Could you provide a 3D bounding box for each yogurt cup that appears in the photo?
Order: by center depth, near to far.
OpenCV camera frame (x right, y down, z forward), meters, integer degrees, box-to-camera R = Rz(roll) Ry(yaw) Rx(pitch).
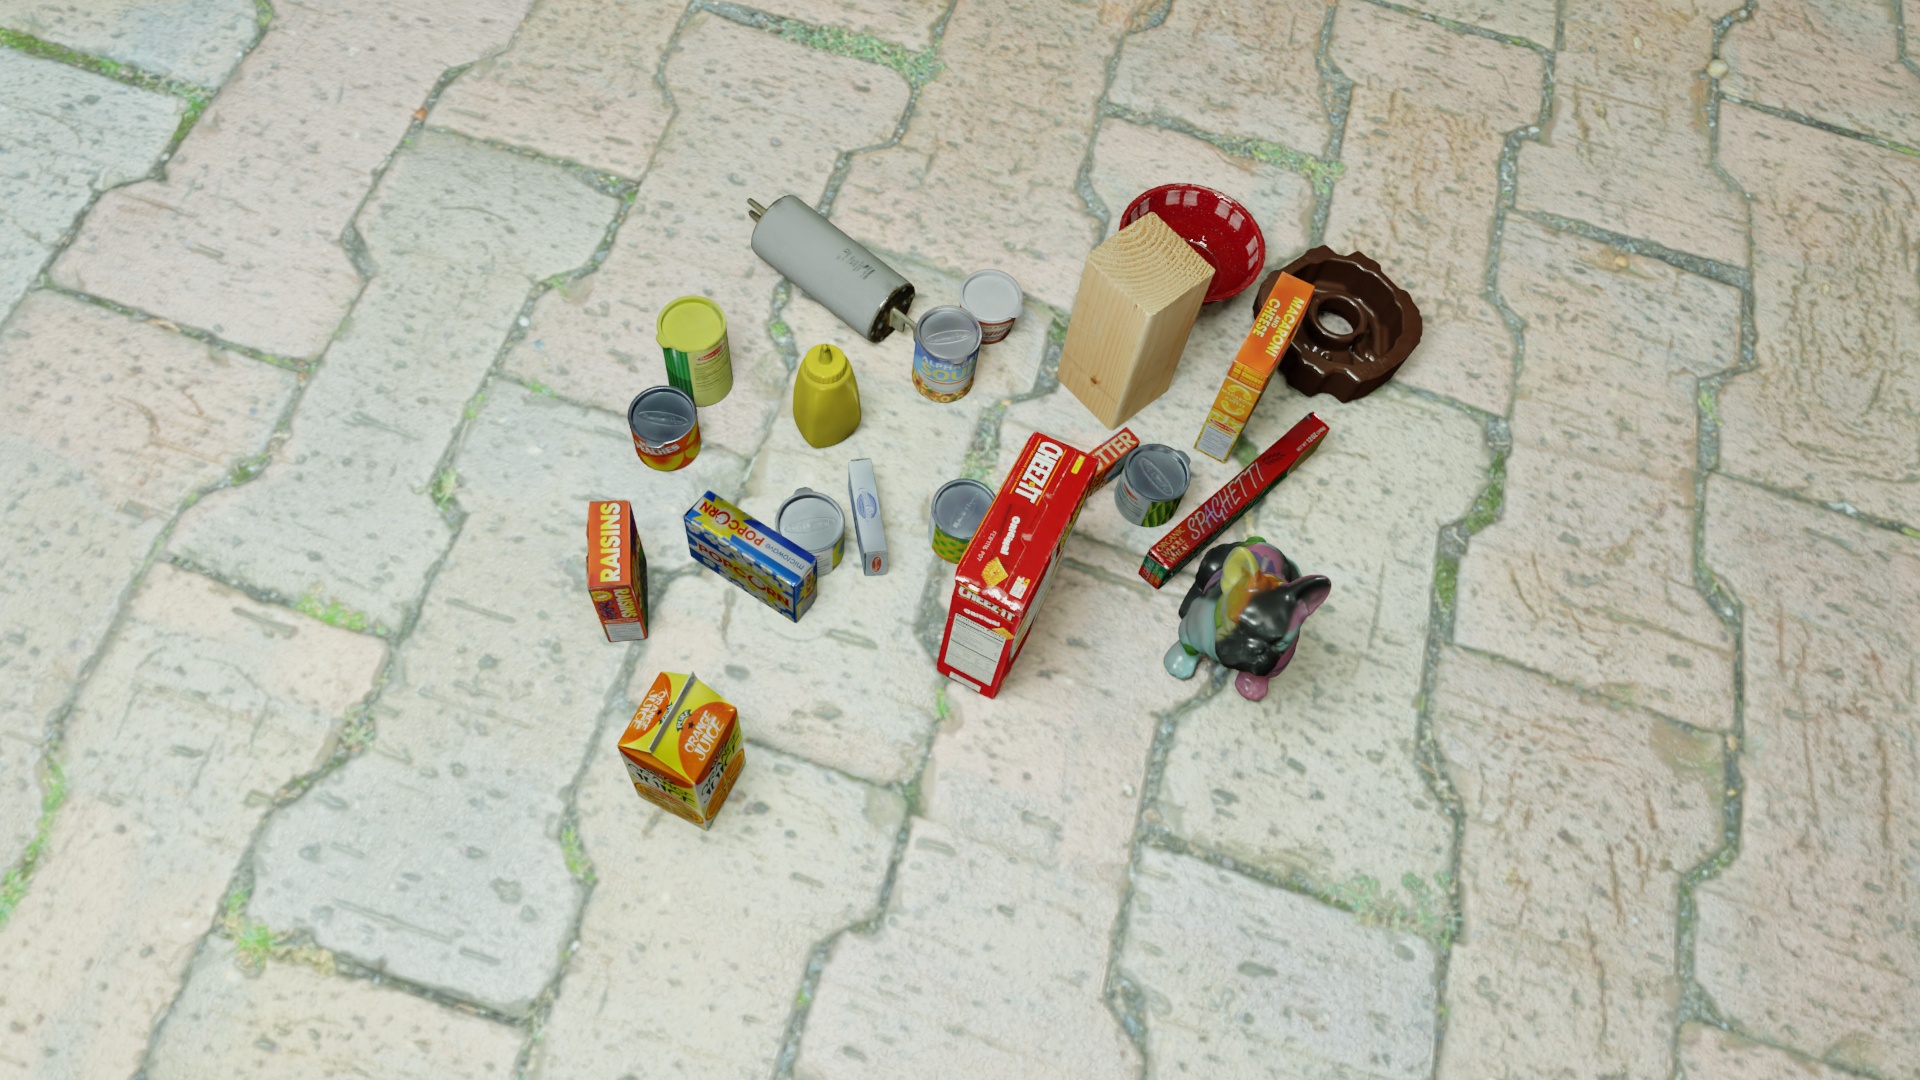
[{"bbox_3d":[0.030,-0.244,1.465,0.072,0.053,0.072,2,63,-5],"label":"yogurt cup"}]

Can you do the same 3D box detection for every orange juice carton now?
[{"bbox_3d":[-0.230,0.171,1.152,0.073,0.191,0.072,24,64,7],"label":"orange juice carton"}]

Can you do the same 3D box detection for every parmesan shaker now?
[{"bbox_3d":[-0.265,-0.185,1.378,0.071,0.102,0.071,2,63,-4],"label":"parmesan shaker"}]

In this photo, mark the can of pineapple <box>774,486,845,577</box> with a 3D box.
[{"bbox_3d":[-0.143,-0.006,1.325,0.071,0.057,0.071,2,63,-5],"label":"can of pineapple"}]

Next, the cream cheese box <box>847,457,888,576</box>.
[{"bbox_3d":[-0.090,-0.022,1.341,0.024,0.053,0.104,-7,64,-9],"label":"cream cheese box"}]

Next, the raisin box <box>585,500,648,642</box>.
[{"bbox_3d":[-0.309,0.029,1.254,0.040,0.122,0.086,-3,64,-7],"label":"raisin box"}]

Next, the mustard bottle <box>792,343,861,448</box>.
[{"bbox_3d":[-0.129,-0.148,1.341,0.065,0.159,0.049,-24,69,-16],"label":"mustard bottle"}]

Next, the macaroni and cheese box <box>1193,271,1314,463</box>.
[{"bbox_3d":[0.294,-0.170,1.391,0.040,0.165,0.124,28,64,8],"label":"macaroni and cheese box"}]

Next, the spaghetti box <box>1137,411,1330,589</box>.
[{"bbox_3d":[0.274,-0.041,1.389,0.251,0.050,0.029,-39,73,-21],"label":"spaghetti box"}]

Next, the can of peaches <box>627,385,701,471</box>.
[{"bbox_3d":[-0.290,-0.107,1.361,0.071,0.057,0.071,2,63,-5],"label":"can of peaches"}]

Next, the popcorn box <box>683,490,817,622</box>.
[{"bbox_3d":[-0.194,0.016,1.294,0.127,0.085,0.038,31,65,10],"label":"popcorn box"}]

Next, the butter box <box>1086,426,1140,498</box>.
[{"bbox_3d":[0.131,-0.068,1.387,0.104,0.053,0.024,-35,72,-20],"label":"butter box"}]

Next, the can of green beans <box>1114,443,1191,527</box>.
[{"bbox_3d":[0.190,-0.054,1.383,0.071,0.057,0.071,2,63,-5],"label":"can of green beans"}]

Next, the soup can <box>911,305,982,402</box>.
[{"bbox_3d":[-0.015,-0.186,1.415,0.071,0.083,0.071,2,63,-5],"label":"soup can"}]

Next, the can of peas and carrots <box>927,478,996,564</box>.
[{"bbox_3d":[0.005,-0.017,1.345,0.071,0.058,0.071,2,63,-5],"label":"can of peas and carrots"}]
